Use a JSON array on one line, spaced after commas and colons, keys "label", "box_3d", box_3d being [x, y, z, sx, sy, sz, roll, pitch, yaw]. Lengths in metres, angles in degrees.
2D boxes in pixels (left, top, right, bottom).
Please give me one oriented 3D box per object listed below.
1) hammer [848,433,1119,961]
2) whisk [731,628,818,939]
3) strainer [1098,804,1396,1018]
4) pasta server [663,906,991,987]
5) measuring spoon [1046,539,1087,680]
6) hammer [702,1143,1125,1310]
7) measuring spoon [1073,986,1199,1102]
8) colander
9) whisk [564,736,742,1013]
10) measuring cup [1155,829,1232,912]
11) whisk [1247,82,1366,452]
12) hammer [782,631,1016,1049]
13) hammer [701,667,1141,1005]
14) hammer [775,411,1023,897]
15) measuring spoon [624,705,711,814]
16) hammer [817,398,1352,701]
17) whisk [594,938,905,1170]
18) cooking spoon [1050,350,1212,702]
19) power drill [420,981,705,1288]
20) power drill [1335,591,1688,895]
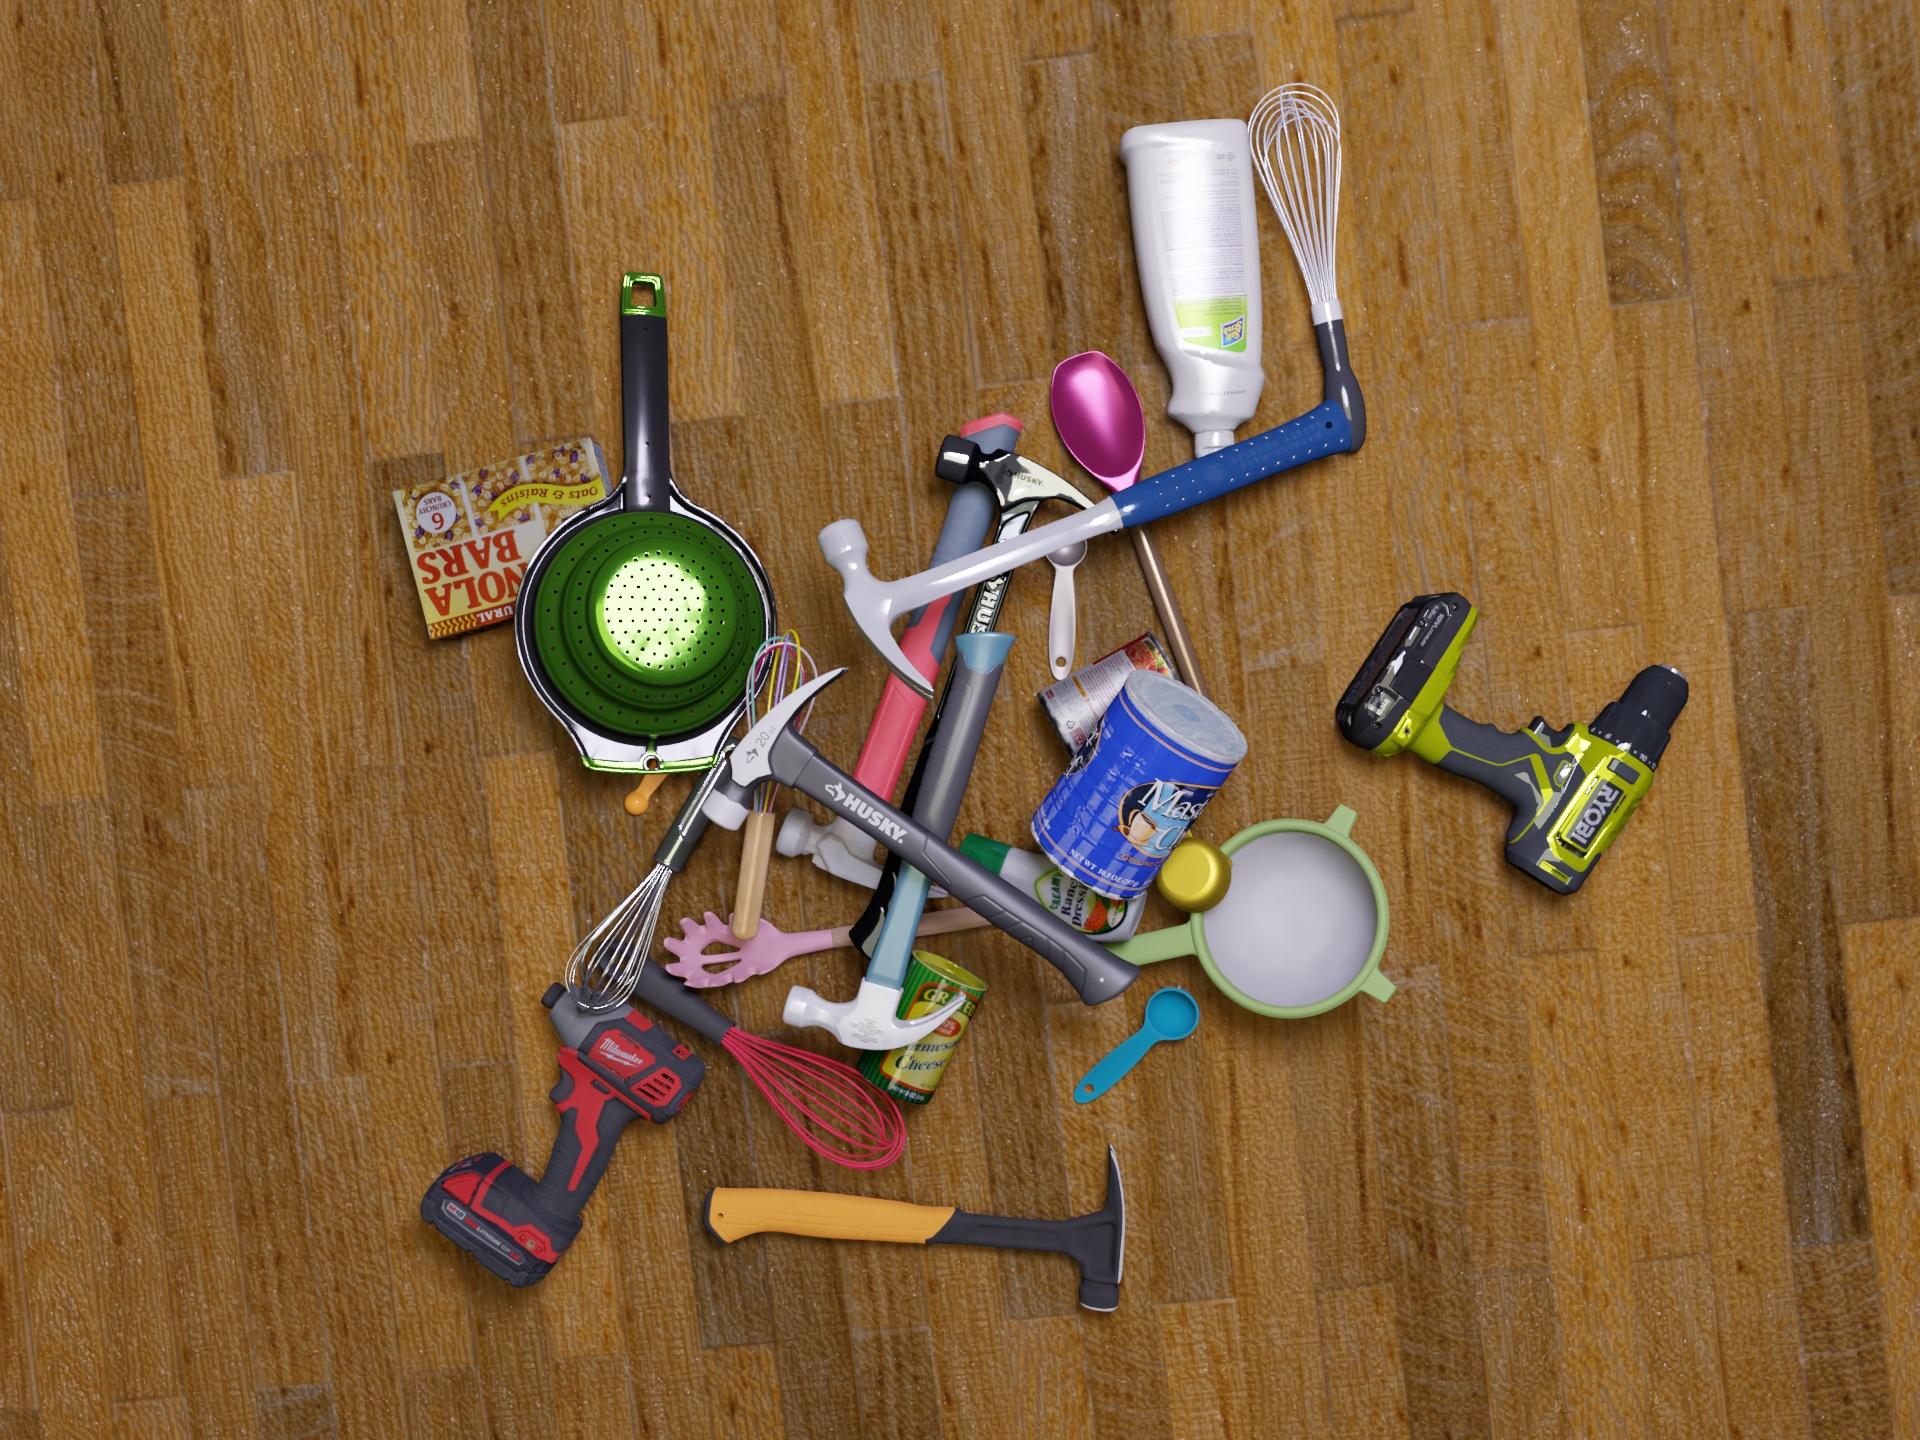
[{"label": "hammer", "box_3d": [-0.002, -0.004, 1.226, 0.149, 0.036, 0.409, 17, 93, -1]}, {"label": "whisk", "box_3d": [-0.151, 0.050, 1.235, 0.047, 0.051, 0.245, 11, 94, 34]}, {"label": "strainer", "box_3d": [0.211, 0.169, 1.244, 0.256, 0.069, 0.152, -16, 70, 21]}, {"label": "pasta server", "box_3d": [-0.076, 0.168, 1.267, 0.316, 0.040, 0.060, -9, 69, 2]}, {"label": "measuring spoon", "box_3d": [0.082, -0.094, 1.267, 0.034, 0.018, 0.124, 2, 98, 3]}, {"label": "hammer", "box_3d": [-0.037, 0.394, 1.271, 0.337, 0.034, 0.127, 3, 92, 3]}, {"label": "measuring spoon", "box_3d": [0.138, 0.260, 1.272, 0.042, 0.021, 0.128, 46, 102, 2]}, {"label": "colander", "box_3d": [-0.234, -0.159, 1.213, 0.204, 0.094, 0.397, -1, 86, -19]}, {"label": "whisk", "box_3d": [-0.236, 0.121, 1.254, 0.057, 0.059, 0.246, 33, 79, -22]}, {"label": "measuring cup", "box_3d": [0.162, 0.073, 1.234, 0.062, 0.029, 0.157, -24, 70, 17]}, {"label": "whisk", "box_3d": [0.276, -0.348, 1.231, 0.070, 0.070, 0.284, -12, 96, 3]}, {"label": "hammer", "box_3d": [-0.027, 0.089, 1.195, 0.128, 0.033, 0.331, 17, 92, 2]}, {"label": "hammer", "box_3d": [-0.014, 0.097, 1.161, 0.335, 0.035, 0.146, 34, 94, 2]}, {"label": "hammer", "box_3d": [-0.015, -0.053, 1.259, 0.143, 0.038, 0.386, 20, 92, 1]}, {"label": "measuring spoon", "box_3d": [-0.235, 0.027, 1.284, 0.021, 0.011, 0.117, 35, 93, 2]}, {"label": "hammer", "box_3d": [0.107, -0.145, 1.180, 0.405, 0.035, 0.144, -22, 81, -10]}, {"label": "whisk", "box_3d": [-0.170, 0.261, 1.266, 0.296, 0.073, 0.073, 32, 93, 8]}, {"label": "cooking spoon", "box_3d": [0.146, -0.139, 1.258, 0.069, 0.017, 0.319, -20, 90, 0]}, {"label": "power drill", "box_3d": [-0.320, 0.322, 1.265, 0.143, 0.078, 0.219, 37, 90, 1]}, {"label": "power drill", "box_3d": [0.426, -0.001, 1.220, 0.228, 0.080, 0.190, 32, 93, -1]}]
